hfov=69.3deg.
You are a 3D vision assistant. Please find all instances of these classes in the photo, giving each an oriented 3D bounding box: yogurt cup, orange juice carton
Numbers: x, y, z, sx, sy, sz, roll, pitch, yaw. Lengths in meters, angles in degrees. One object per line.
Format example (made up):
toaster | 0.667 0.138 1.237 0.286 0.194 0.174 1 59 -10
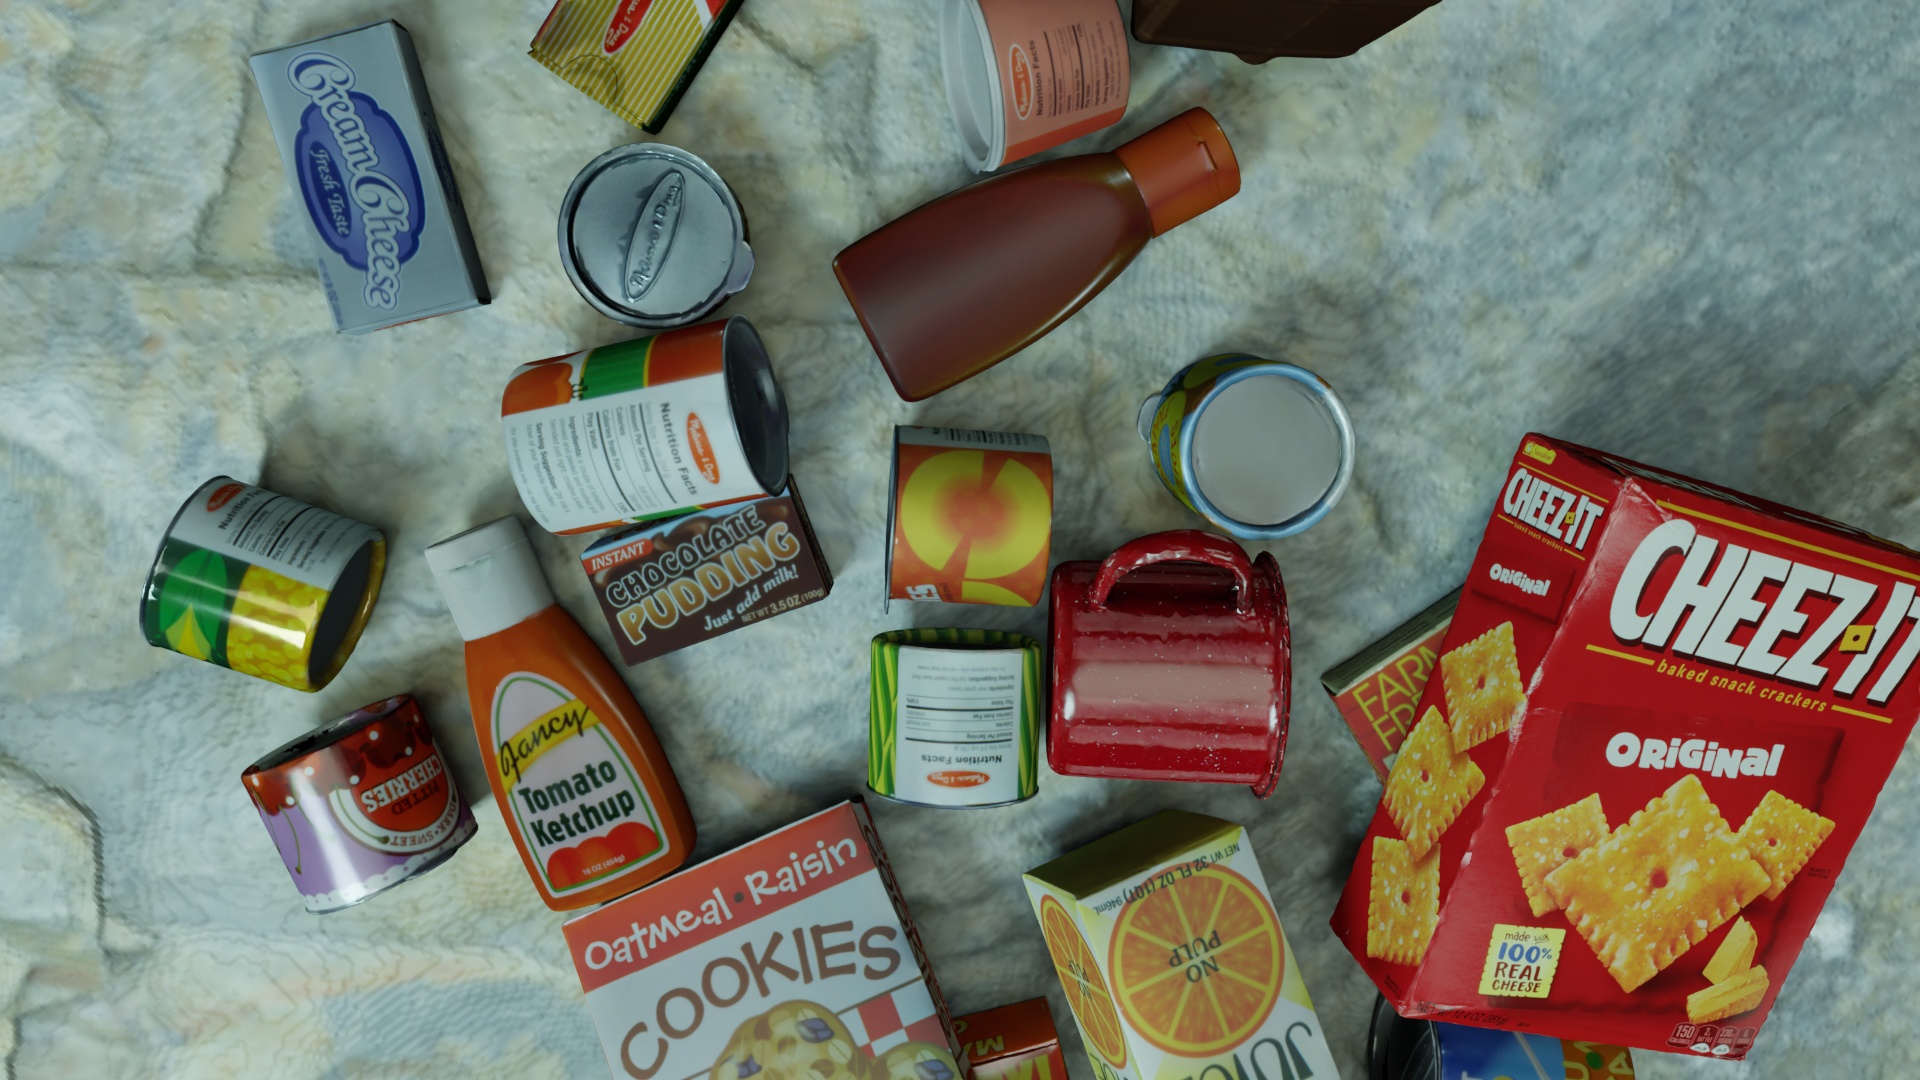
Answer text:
yogurt cup | 0.026 -0.171 0.497 0.054 0.072 0.072 -15 100 -9
orange juice carton | 0.097 0.208 0.531 0.072 0.073 0.192 -20 88 -15

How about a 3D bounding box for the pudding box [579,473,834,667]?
pudding box | -0.096 0.011 0.534 0.084 0.030 0.049 -19 99 -1

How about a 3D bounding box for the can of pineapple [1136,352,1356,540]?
can of pineapple | 0.107 -0.036 0.525 0.071 0.058 0.071 -1 100 -3

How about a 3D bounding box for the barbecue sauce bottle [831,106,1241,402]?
barbecue sauce bottle | 0.031 -0.111 0.516 0.148 0.044 0.064 -28 100 1

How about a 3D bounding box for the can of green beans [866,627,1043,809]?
can of green beans | -0.002 0.066 0.529 0.071 0.071 0.057 2 93 -4

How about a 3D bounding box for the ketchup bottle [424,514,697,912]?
ketchup bottle | -0.157 0.064 0.533 0.065 0.043 0.148 -21 99 0

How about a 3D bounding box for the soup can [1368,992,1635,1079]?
soup can | 0.220 0.220 0.568 0.084 0.071 0.071 8 99 -5

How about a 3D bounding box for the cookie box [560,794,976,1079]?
cookie box | -0.065 0.200 0.533 0.123 0.040 0.167 -23 78 -1

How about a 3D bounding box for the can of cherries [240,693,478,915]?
can of cherries | -0.223 0.097 0.521 0.071 0.071 0.058 -22 99 0

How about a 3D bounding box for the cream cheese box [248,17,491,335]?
cream cheese box | -0.214 -0.131 0.507 0.053 0.024 0.103 -14 100 -2

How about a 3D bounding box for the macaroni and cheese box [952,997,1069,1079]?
macaroni and cheese box | -0.002 0.288 0.580 0.124 0.040 0.166 -14 99 -2

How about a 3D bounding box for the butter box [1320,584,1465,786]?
butter box | 0.203 0.053 0.563 0.103 0.024 0.053 -34 99 2

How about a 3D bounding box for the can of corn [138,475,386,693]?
can of corn | -0.253 0.019 0.508 0.058 0.071 0.071 19 98 -7

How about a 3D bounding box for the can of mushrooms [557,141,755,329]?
can of mushrooms | -0.109 -0.110 0.512 0.071 0.033 0.071 -1 99 -4

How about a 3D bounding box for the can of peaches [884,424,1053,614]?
can of peaches | 0.002 -0.007 0.519 0.058 0.071 0.071 3 99 -5

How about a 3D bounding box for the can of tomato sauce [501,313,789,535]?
can of tomato sauce | -0.111 -0.041 0.502 0.083 0.071 0.071 -11 100 9

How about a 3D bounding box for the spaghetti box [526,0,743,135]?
spaghetti box | -0.063 -0.262 0.492 0.050 0.029 0.249 34 96 -8
